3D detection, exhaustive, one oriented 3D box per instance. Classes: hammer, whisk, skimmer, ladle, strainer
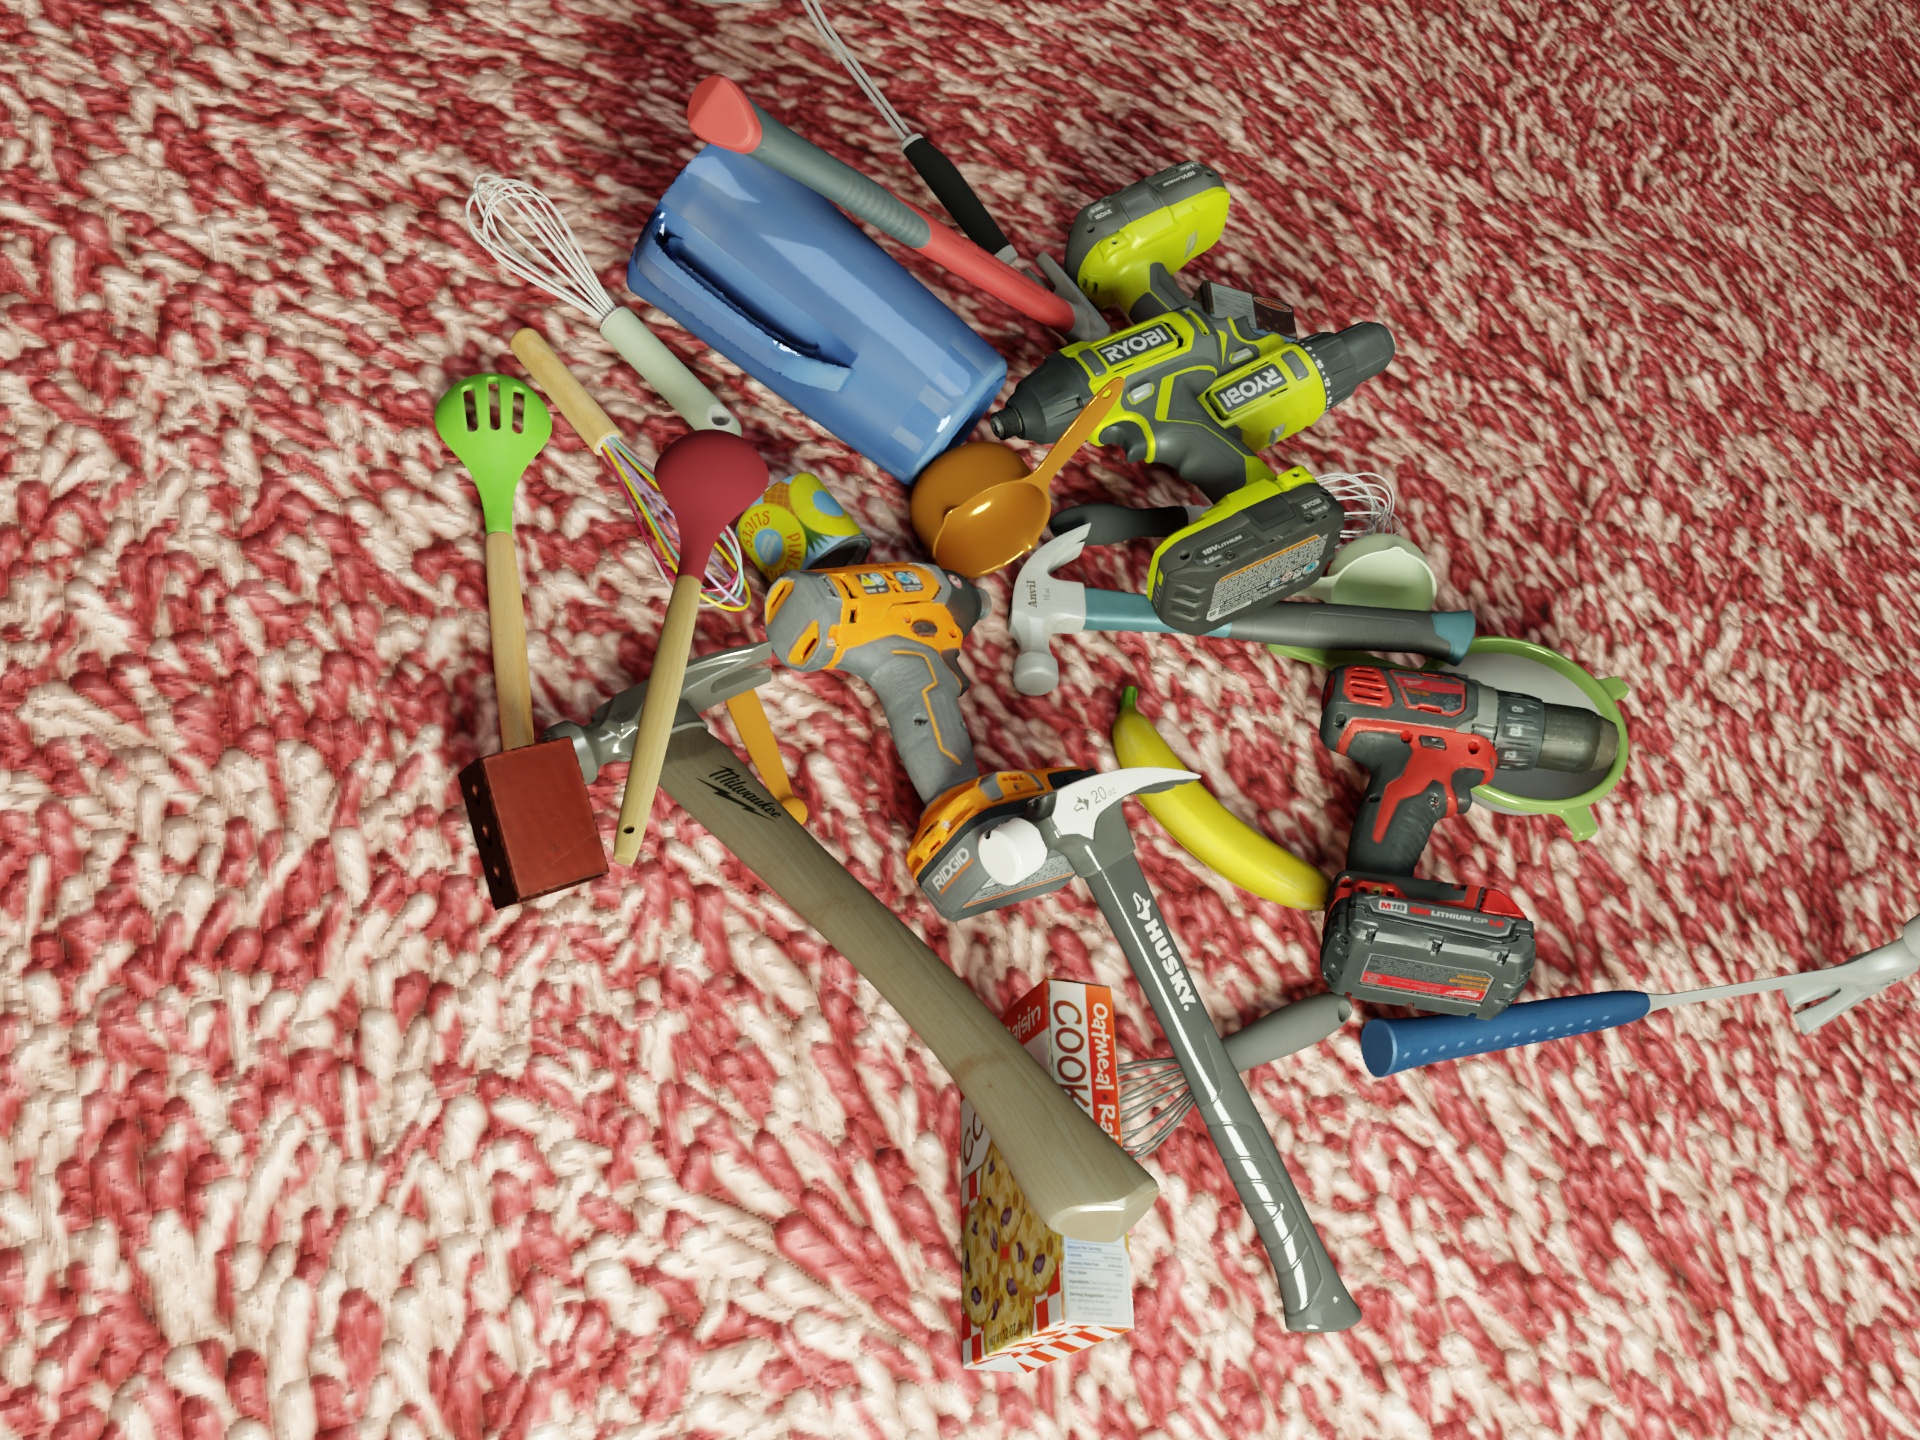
[{"bbox_3d":[0.136,0.182,0.871,0.146,0.035,0.335,-26,90,-39],"label":"hammer"},{"bbox_3d":[0.147,0.202,0.921,0.239,0.055,0.055,-15,67,-35],"label":"whisk"},{"bbox_3d":[0.445,0.186,1.030,0.405,0.144,0.035,-5,60,-16],"label":"hammer"},{"bbox_3d":[-0.210,-0.159,0.994,0.047,0.051,0.245,-32,73,-29],"label":"whisk"},{"bbox_3d":[-0.089,-0.486,1.260,0.127,0.090,0.363,-38,90,-39],"label":"skimmer"},{"bbox_3d":[0.195,-0.146,1.157,0.284,0.070,0.070,-4,62,-20],"label":"whisk"},{"bbox_3d":[-0.159,-0.057,0.892,0.069,0.031,0.316,8,54,-4],"label":"ladle"},{"bbox_3d":[0.194,-0.067,1.084,0.331,0.033,0.128,3,56,-9],"label":"hammer"},{"bbox_3d":[0.335,-0.001,1.129,0.256,0.069,0.152,21,53,12],"label":"strainer"},{"bbox_3d":[-0.235,-0.269,1.050,0.246,0.059,0.058,45,61,1],"label":"whisk"},{"bbox_3d":[-0.030,-0.335,1.069,0.386,0.038,0.143,16,35,-48],"label":"hammer"},{"bbox_3d":[-0.047,0.099,0.815,0.146,0.038,0.411,-27,53,-31],"label":"hammer"}]

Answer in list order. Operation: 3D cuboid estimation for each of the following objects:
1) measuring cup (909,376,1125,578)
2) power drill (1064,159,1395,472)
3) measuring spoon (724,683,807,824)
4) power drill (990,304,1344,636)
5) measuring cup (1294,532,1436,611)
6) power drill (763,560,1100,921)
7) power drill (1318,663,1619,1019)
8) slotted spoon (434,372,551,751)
[{"bbox_3d":[0.036,-0.170,1.032,0.095,0.173,0.052,12,37,-51],"label":"measuring cup"},{"bbox_3d":[0.202,-0.312,1.217,0.190,0.080,0.229,-27,71,-9],"label":"power drill"},{"bbox_3d":[-0.118,0.011,0.944,0.021,0.011,0.117,-13,66,-30],"label":"measuring spoon"},{"bbox_3d":[0.138,-0.172,1.075,0.171,0.080,0.223,-24,61,-14],"label":"power drill"},{"bbox_3d":[0.260,-0.106,1.160,0.167,0.083,0.038,7,38,0],"label":"measuring cup"},{"bbox_3d":[-0.002,-0.003,0.958,0.164,0.084,0.227,-11,60,-44],"label":"power drill"},{"bbox_3d":[0.316,0.066,0.994,0.188,0.080,0.227,8,54,7],"label":"power drill"},{"bbox_3d":[-0.266,-0.086,0.932,0.070,0.031,0.314,-3,62,-19],"label":"slotted spoon"}]
